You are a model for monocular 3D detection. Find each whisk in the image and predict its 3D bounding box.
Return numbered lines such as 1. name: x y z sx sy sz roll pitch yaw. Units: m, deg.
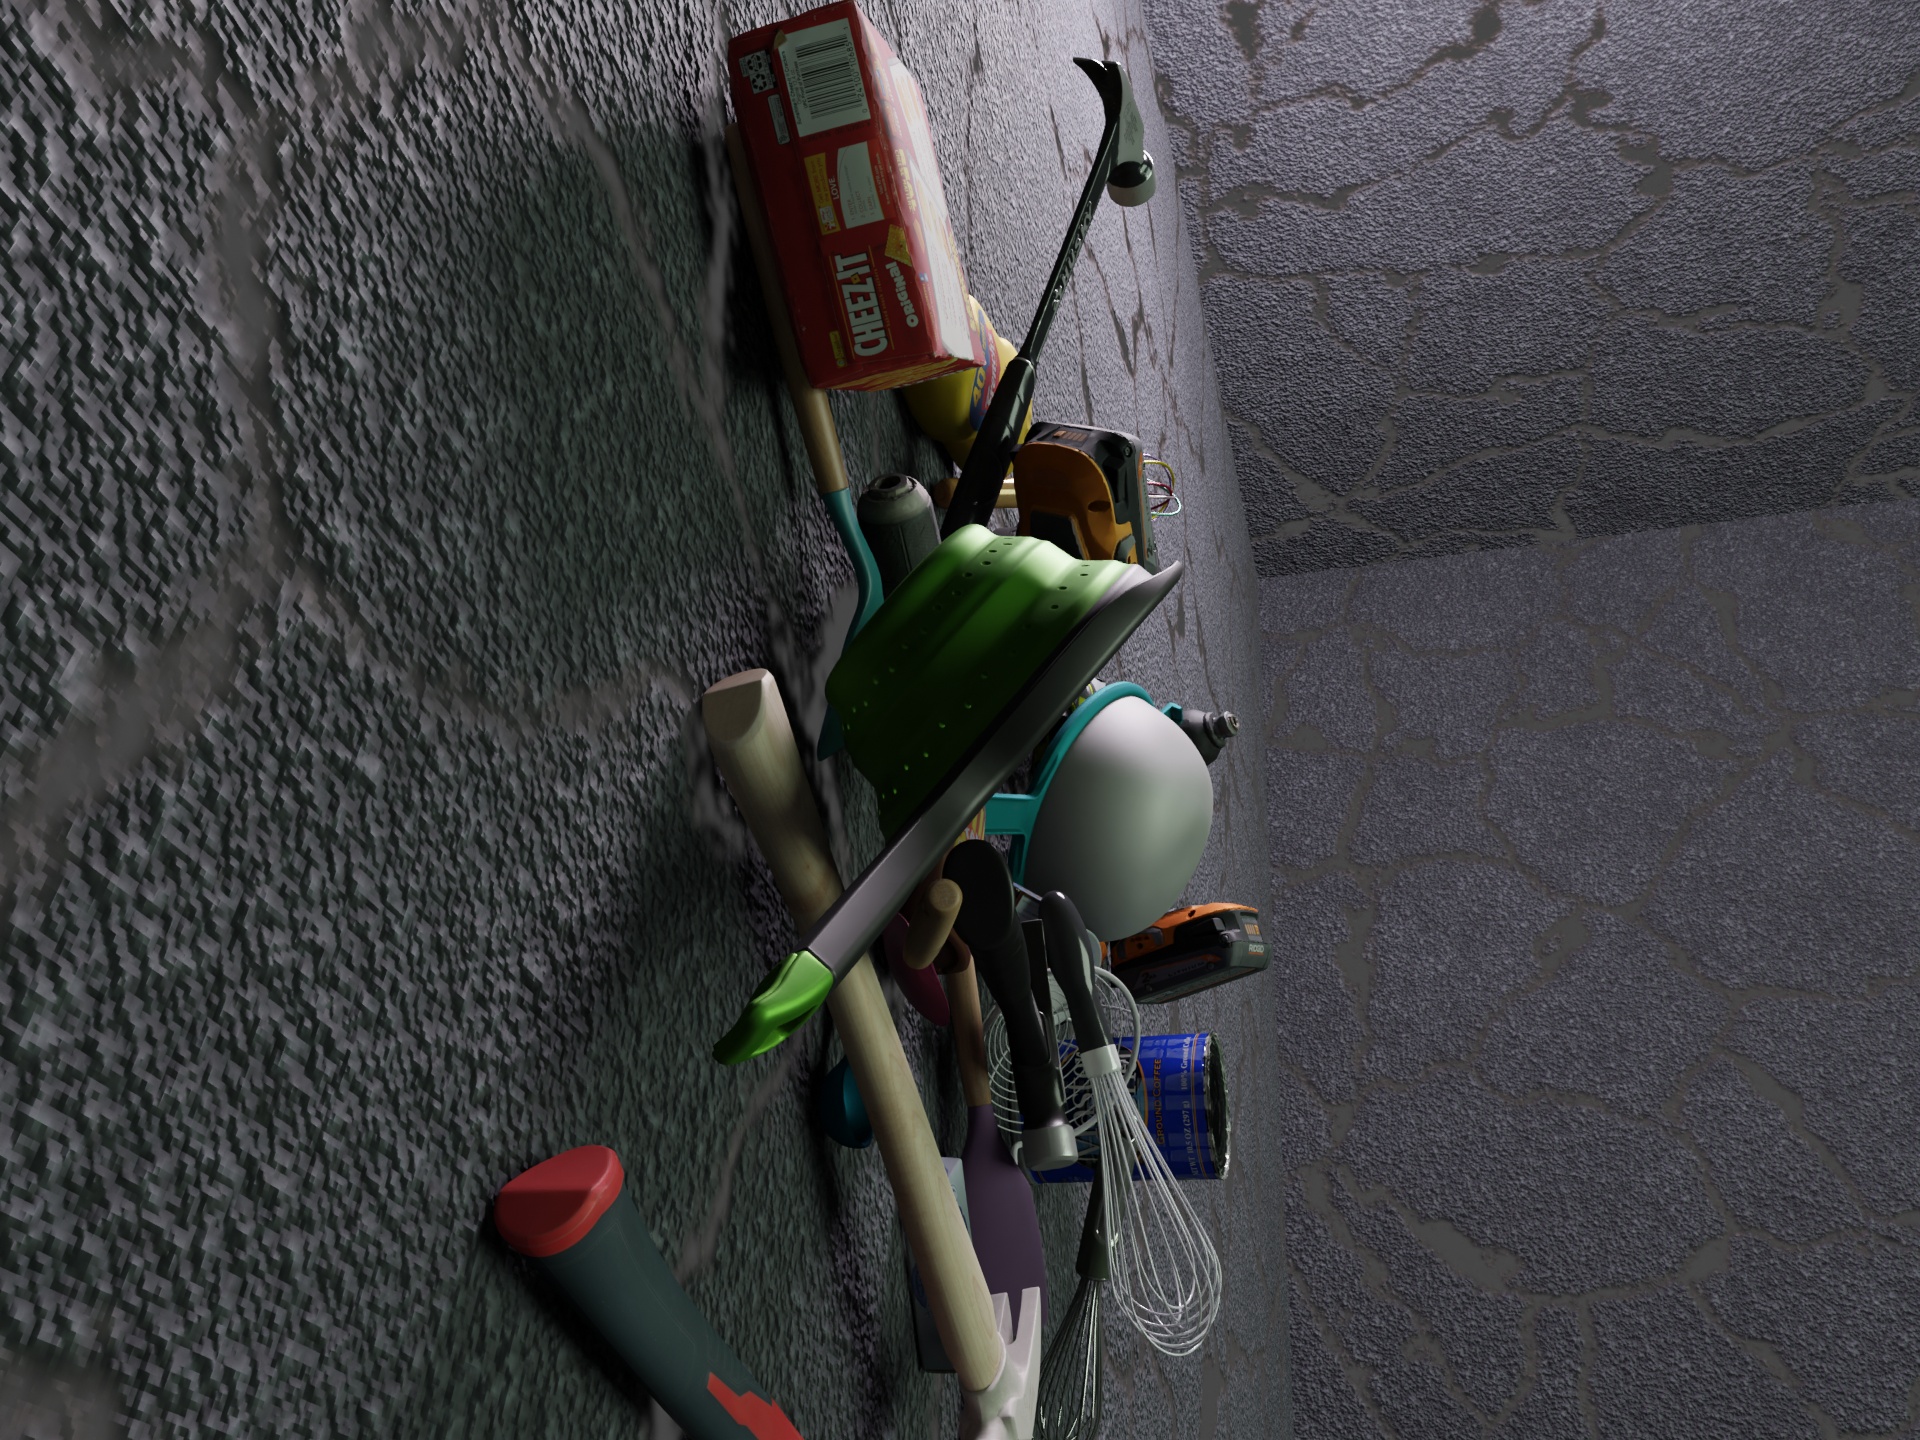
1. whisk: 0.087 0.377 1.061 0.059 0.057 0.246 -179 -78 -72
2. whisk: 0.094 0.240 0.971 0.070 0.070 0.285 34 37 -70
3. whisk: 0.076 -0.162 1.155 0.245 0.047 0.051 -8 62 -42

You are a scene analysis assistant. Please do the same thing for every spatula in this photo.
1. spatula: 0.005 0.206 0.957 0.018 0.059 0.316 139 -55 -69
2. spatula: -0.082 -0.140 0.812 0.082 0.044 0.317 -46 124 -70

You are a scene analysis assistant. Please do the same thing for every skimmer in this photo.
1. skimmer: 0.046 0.327 0.965 0.127 0.090 0.364 30 50 -31

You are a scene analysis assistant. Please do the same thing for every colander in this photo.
1. colander: -0.026 0.006 0.677 0.094 0.204 0.397 41 31 2

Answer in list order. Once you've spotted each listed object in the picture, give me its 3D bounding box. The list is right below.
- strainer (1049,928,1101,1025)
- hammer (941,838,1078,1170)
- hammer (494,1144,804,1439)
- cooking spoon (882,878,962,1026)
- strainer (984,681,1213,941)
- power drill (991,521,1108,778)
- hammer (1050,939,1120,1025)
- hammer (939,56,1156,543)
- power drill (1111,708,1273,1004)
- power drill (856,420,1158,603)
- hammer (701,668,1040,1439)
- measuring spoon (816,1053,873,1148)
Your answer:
1. strainer: 0.037 0.147 1.096 0.087 0.050 0.258 -46 141 -9
2. hammer: 0.026 0.134 0.836 0.334 0.035 0.146 74 7 -64
3. hammer: -0.083 0.294 0.611 0.143 0.038 0.385 -79 157 -43
4. cooking spoon: -0.019 0.106 0.743 0.069 0.017 0.318 61 -11 11
5. strainer: 0.098 0.080 1.129 0.340 0.095 0.211 8 102 -62
6. power drill: 0.073 -0.026 1.227 0.171 0.080 0.223 -78 159 -47
7. hammer: 0.110 0.204 1.346 0.337 0.034 0.127 -21 104 -74
8. hammer: 0.046 -0.243 1.039 0.149 0.036 0.409 57 51 -65
9. power drill: 0.179 0.105 1.315 0.084 0.164 0.227 15 55 -52
10. power drill: 0.023 -0.098 0.942 0.226 0.084 0.185 -44 136 -36
11. hammer: -0.035 0.167 0.757 0.146 0.038 0.410 -69 143 -70
12. measuring spoon: -0.061 0.152 0.793 0.042 0.021 0.129 60 19 -50
